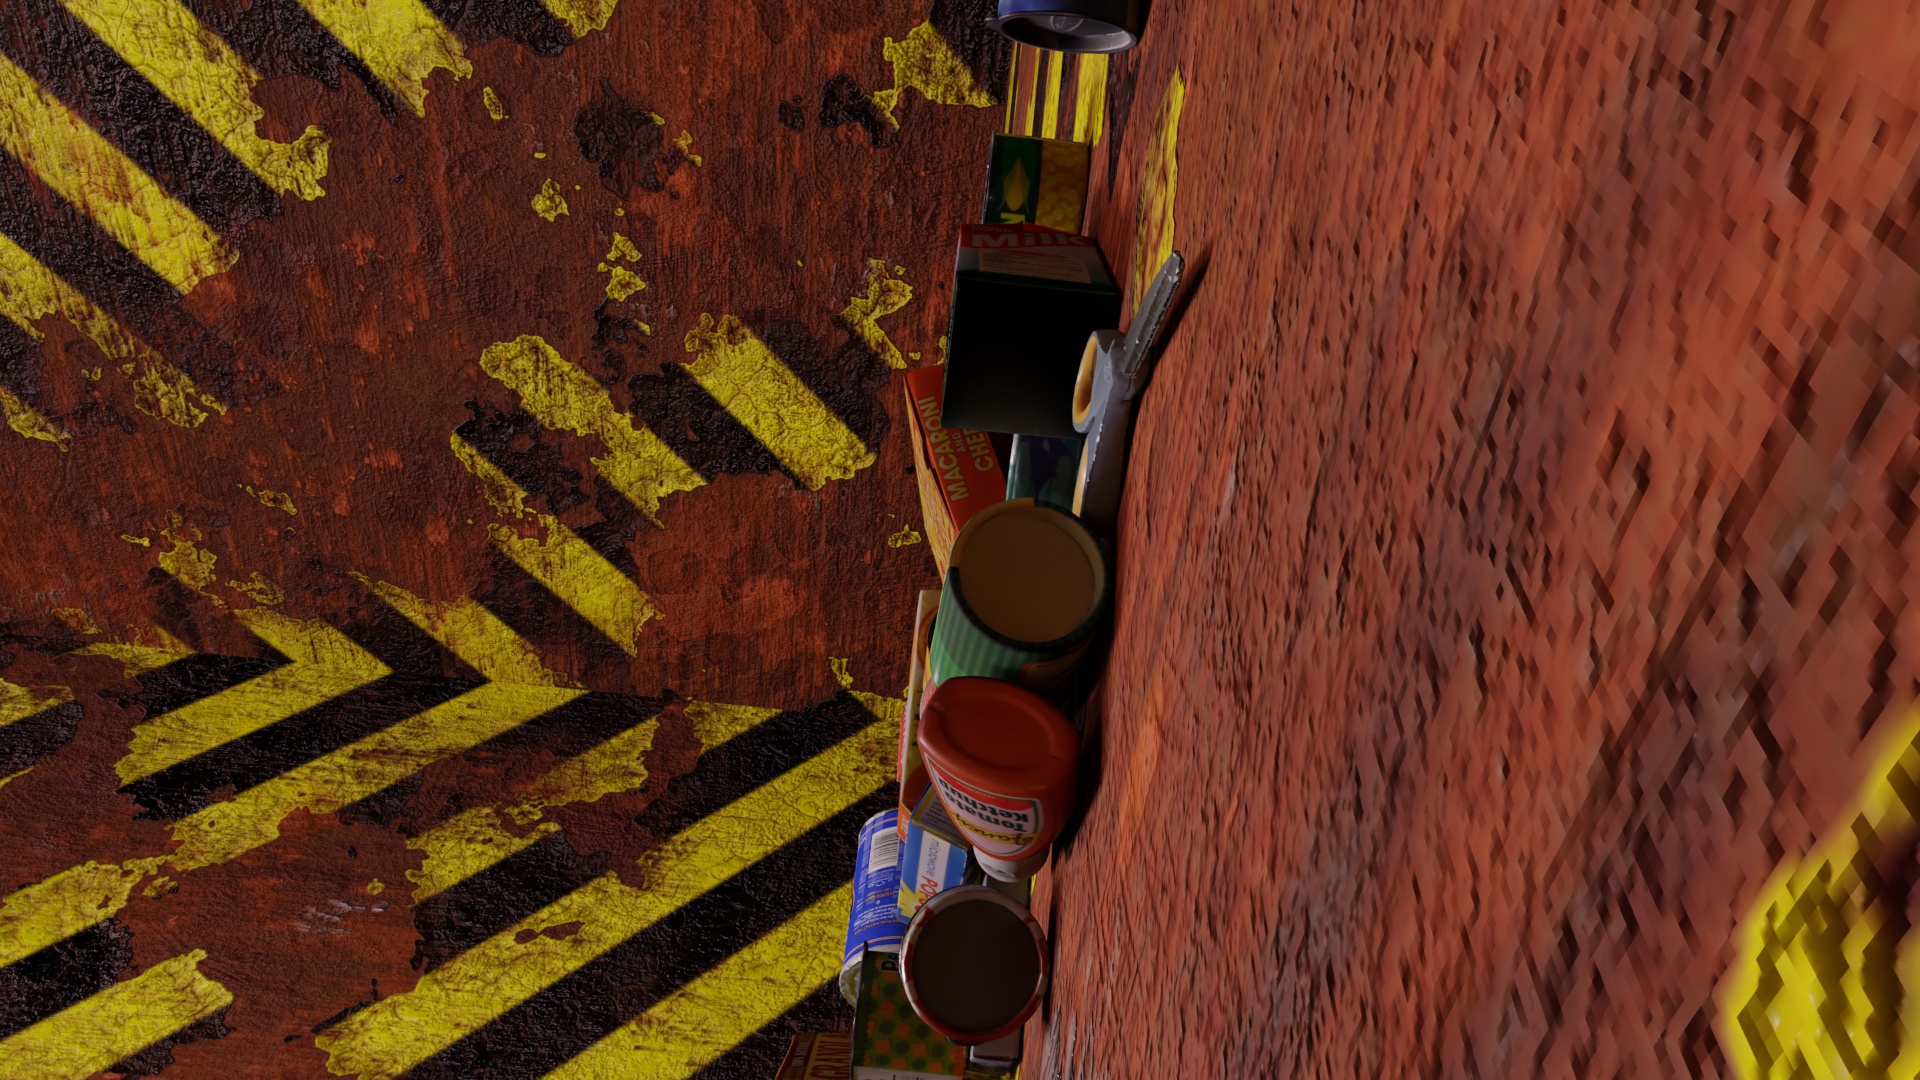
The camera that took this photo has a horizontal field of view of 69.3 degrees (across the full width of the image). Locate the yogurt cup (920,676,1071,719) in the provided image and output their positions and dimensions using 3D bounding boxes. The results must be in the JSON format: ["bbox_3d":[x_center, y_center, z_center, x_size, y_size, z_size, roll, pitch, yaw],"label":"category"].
[{"bbox_3d":[0.019,0.077,0.652,0.053,0.072,0.072,121,156,-66],"label":"yogurt cup"}]

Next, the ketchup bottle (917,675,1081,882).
[{"bbox_3d":[0.020,0.108,0.595,0.148,0.065,0.044,81,-147,-60],"label":"ketchup bottle"}]

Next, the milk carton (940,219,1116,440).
[{"bbox_3d":[0.031,-0.113,0.702,0.191,0.073,0.072,-88,4,-68],"label":"milk carton"}]

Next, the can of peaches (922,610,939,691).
[{"bbox_3d":[0.011,0.075,0.812,0.057,0.071,0.071,98,177,-55],"label":"can of peaches"}]

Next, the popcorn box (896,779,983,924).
[{"bbox_3d":[0.003,0.162,0.785,0.085,0.038,0.126,-55,-17,-37],"label":"popcorn box"}]

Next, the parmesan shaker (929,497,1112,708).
[{"bbox_3d":[0.021,0.036,0.579,0.102,0.071,0.071,101,174,-65],"label":"parmesan shaker"}]

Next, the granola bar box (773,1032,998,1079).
[{"bbox_3d":[-0.042,0.320,0.805,0.165,0.124,0.039,106,169,-78],"label":"granola bar box"}]

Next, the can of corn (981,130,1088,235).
[{"bbox_3d":[0.044,-0.209,0.841,0.071,0.058,0.071,-164,80,-88],"label":"can of corn"}]

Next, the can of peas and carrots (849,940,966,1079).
[{"bbox_3d":[-0.026,0.250,0.733,0.071,0.059,0.071,-141,56,-89],"label":"can of peas and carrots"}]

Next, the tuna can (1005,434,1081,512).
[{"bbox_3d":[0.042,-0.026,0.719,0.071,0.033,0.071,-160,76,-88],"label":"tuna can"}]

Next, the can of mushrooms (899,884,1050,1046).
[{"bbox_3d":[0.006,0.190,0.619,0.033,0.071,0.071,109,167,-76],"label":"can of mushrooms"}]

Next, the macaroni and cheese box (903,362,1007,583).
[{"bbox_3d":[0.003,-0.011,0.862,0.165,0.040,0.124,83,170,-56],"label":"macaroni and cheese box"}]

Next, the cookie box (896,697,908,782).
[{"bbox_3d":[-0.004,0.099,1.097,0.123,0.040,0.167,-92,22,-74],"label":"cookie box"}]

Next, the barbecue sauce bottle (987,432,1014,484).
[{"bbox_3d":[0.034,-0.054,0.907,0.148,0.044,0.065,101,169,-78],"label":"barbecue sauce bottle"}]

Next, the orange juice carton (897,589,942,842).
[{"bbox_3d":[-0.001,0.135,0.924,0.071,0.073,0.193,100,175,-62],"label":"orange juice carton"}]

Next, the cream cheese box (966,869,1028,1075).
[{"bbox_3d":[0.020,0.225,0.734,0.053,0.024,0.104,96,179,-60],"label":"cream cheese box"}]

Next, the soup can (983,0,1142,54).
[{"bbox_3d":[0.051,-0.273,0.633,0.071,0.071,0.083,-101,17,-84],"label":"soup can"}]
